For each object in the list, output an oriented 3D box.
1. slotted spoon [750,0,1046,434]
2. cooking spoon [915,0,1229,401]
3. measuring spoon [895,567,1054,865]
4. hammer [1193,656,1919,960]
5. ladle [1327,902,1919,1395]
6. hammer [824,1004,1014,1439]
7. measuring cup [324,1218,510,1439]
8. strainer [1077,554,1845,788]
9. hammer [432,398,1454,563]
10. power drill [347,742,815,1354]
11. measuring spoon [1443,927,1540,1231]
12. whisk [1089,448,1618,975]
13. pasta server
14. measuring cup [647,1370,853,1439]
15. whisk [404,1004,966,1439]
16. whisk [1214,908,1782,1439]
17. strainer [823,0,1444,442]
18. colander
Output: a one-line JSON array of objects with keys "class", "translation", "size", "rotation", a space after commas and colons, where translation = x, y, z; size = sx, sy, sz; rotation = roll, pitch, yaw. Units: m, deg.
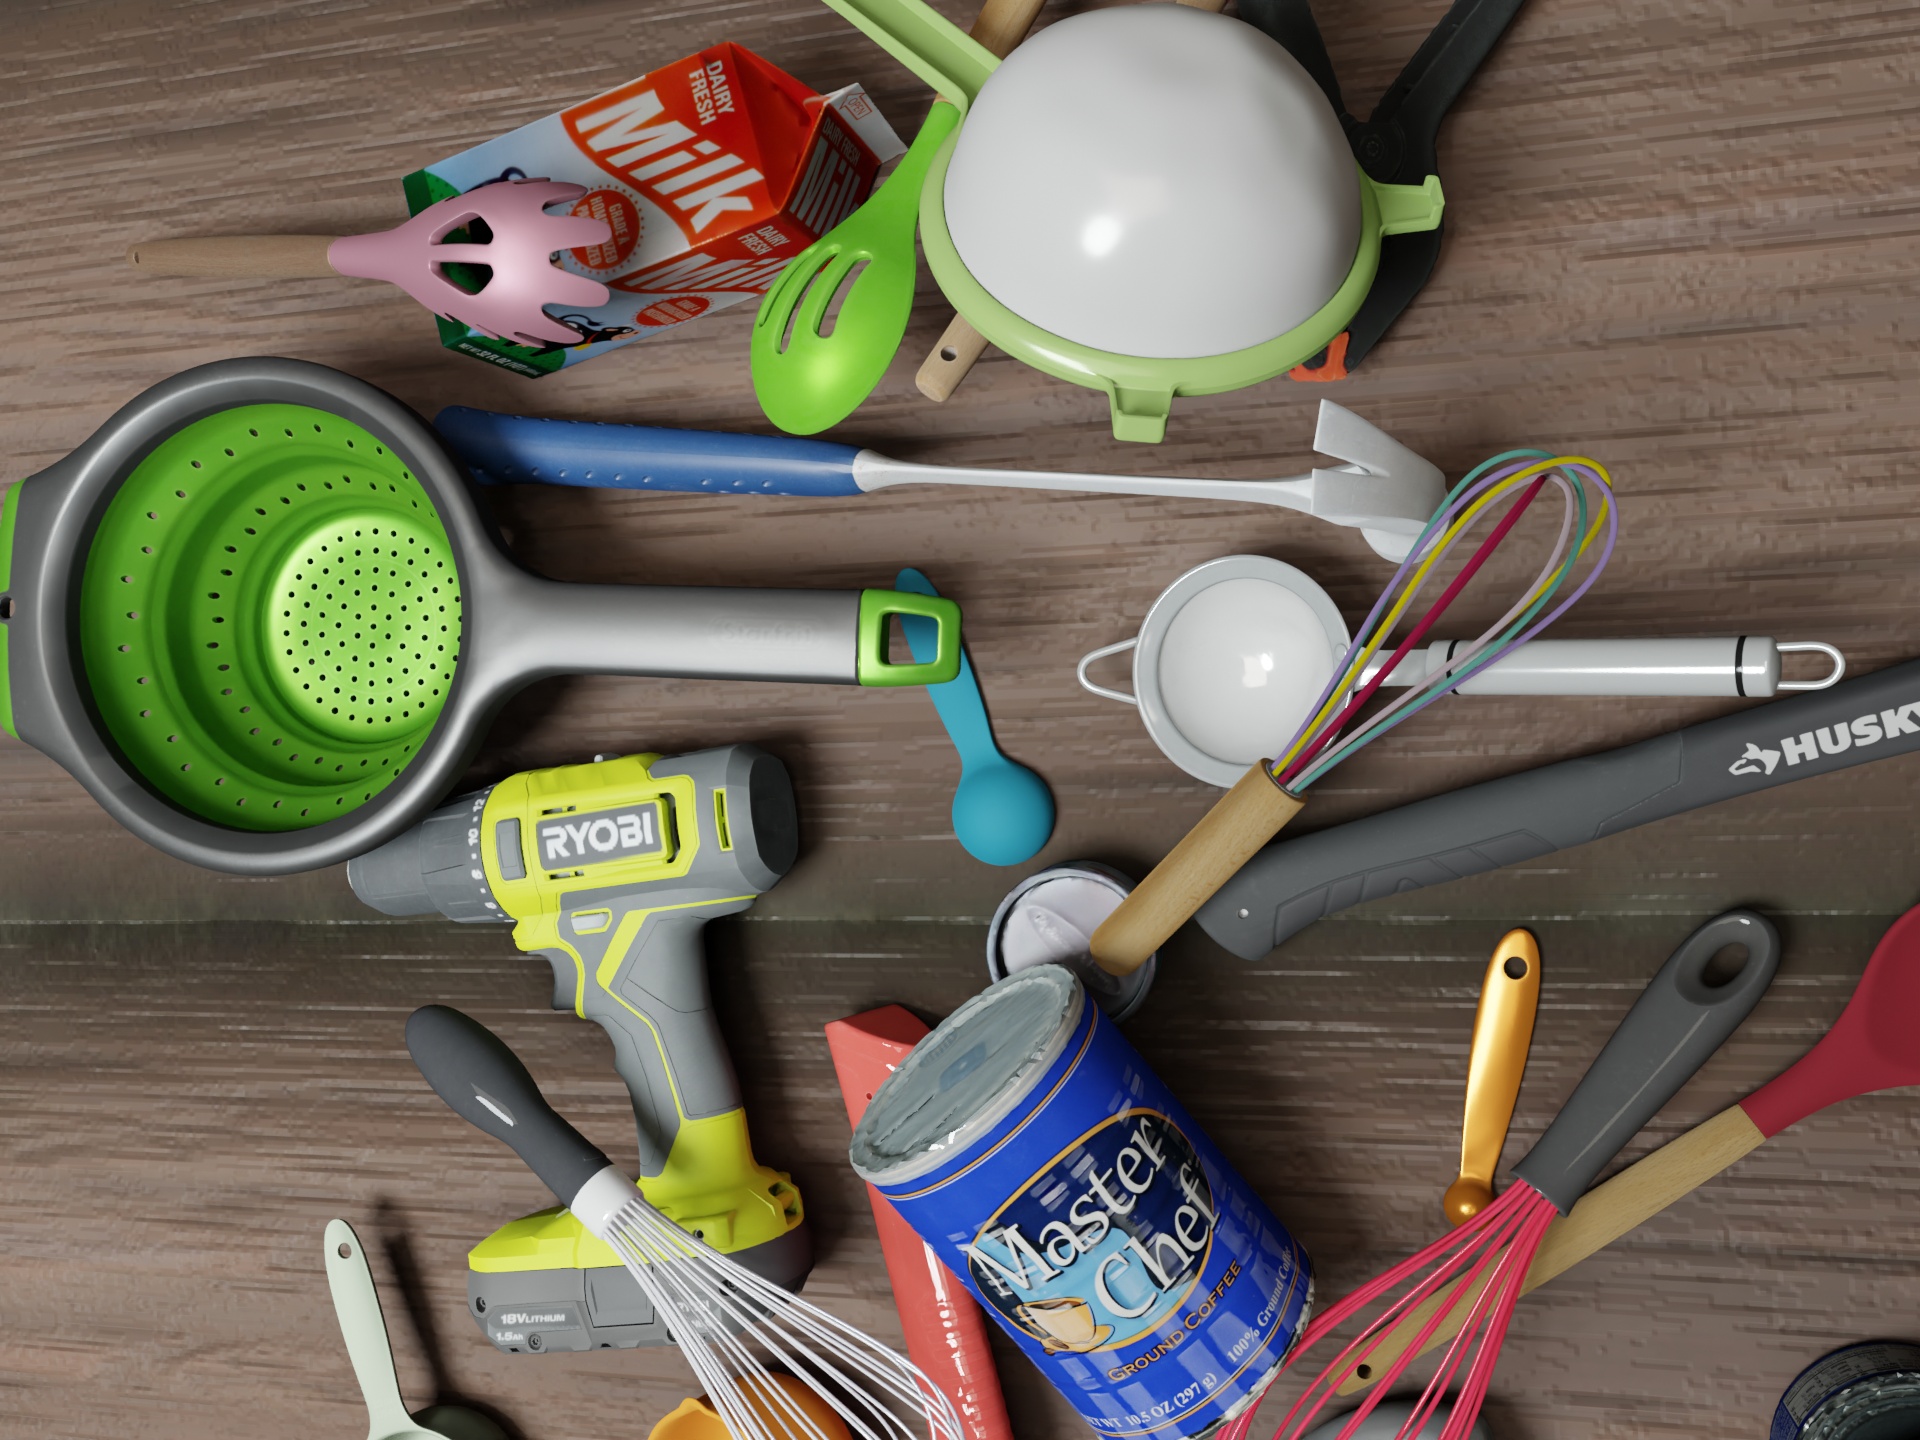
[{"class": "slotted spoon", "translation": [0.006, -0.243, 0.585], "size": [0.070, 0.031, 0.314], "rotation": [18, 74, 38]}, {"class": "cooking spoon", "translation": [0.077, -0.245, 0.579], "size": [0.069, 0.017, 0.319], "rotation": [33, 82, 10]}, {"class": "measuring spoon", "translation": [-0.001, -0.002, 0.638], "size": [0.042, 0.021, 0.128], "rotation": [-23, 86, 13]}, {"class": "hammer", "translation": [0.238, 0.017, 0.559], "size": [0.335, 0.035, 0.146], "rotation": [-18, 104, 17]}, {"class": "ladle", "translation": [0.263, 0.160, 0.572], "size": [0.315, 0.031, 0.069], "rotation": [-38, 79, 14]}, {"class": "hammer", "translation": [0.001, 0.292, 0.623], "size": [0.149, 0.036, 0.359], "rotation": [-22, 79, 38]}, {"class": "measuring cup", "translation": [-0.240, 0.295, 0.696], "size": [0.083, 0.038, 0.167], "rotation": [-21, 84, 14]}, {"class": "strainer", "translation": [0.163, -0.017, 0.555], "size": [0.258, 0.050, 0.087], "rotation": [1, 93, 37]}, {"class": "hammer", "translation": [-0.028, -0.096, 0.602], "size": [0.405, 0.144, 0.035], "rotation": [6, 92, 21]}, {"class": "power drill", "translation": [-0.154, 0.130, 0.653], "size": [0.190, 0.080, 0.228], "rotation": [-9, 86, 14]}, {"class": "measuring spoon", "translation": [0.199, 0.135, 0.594], "size": [0.021, 0.011, 0.117], "rotation": [10, 93, 14]}, {"class": "whisk", "translation": [0.121, 0.004, 0.536], "size": [0.051, 0.047, 0.245], "rotation": [50, 119, 19]}, {"class": "pasta server", "translation": [-0.256, -0.187, 0.645], "size": [0.316, 0.040, 0.060], "rotation": [13, 104, 39]}, {"class": "measuring cup", "translation": [-0.111, 0.318, 0.663], "size": [0.173, 0.052, 0.095], "rotation": [-18, 85, 39]}, {"class": "whisk", "translation": [-0.104, 0.194, 0.571], "size": [0.285, 0.070, 0.070], "rotation": [37, 99, 20]}, {"class": "whisk", "translation": [0.190, 0.181, 0.556], "size": [0.073, 0.073, 0.296], "rotation": [40, 85, 10]}, {"class": "strainer", "translation": [0.027, -0.212, 0.513], "size": [0.151, 0.069, 0.256], "rotation": [-39, 69, -21]}, {"class": "colander", "translation": [-0.189, -0.038, 0.652], "size": [0.397, 0.094, 0.204], "rotation": [3, 91, 10]}]
